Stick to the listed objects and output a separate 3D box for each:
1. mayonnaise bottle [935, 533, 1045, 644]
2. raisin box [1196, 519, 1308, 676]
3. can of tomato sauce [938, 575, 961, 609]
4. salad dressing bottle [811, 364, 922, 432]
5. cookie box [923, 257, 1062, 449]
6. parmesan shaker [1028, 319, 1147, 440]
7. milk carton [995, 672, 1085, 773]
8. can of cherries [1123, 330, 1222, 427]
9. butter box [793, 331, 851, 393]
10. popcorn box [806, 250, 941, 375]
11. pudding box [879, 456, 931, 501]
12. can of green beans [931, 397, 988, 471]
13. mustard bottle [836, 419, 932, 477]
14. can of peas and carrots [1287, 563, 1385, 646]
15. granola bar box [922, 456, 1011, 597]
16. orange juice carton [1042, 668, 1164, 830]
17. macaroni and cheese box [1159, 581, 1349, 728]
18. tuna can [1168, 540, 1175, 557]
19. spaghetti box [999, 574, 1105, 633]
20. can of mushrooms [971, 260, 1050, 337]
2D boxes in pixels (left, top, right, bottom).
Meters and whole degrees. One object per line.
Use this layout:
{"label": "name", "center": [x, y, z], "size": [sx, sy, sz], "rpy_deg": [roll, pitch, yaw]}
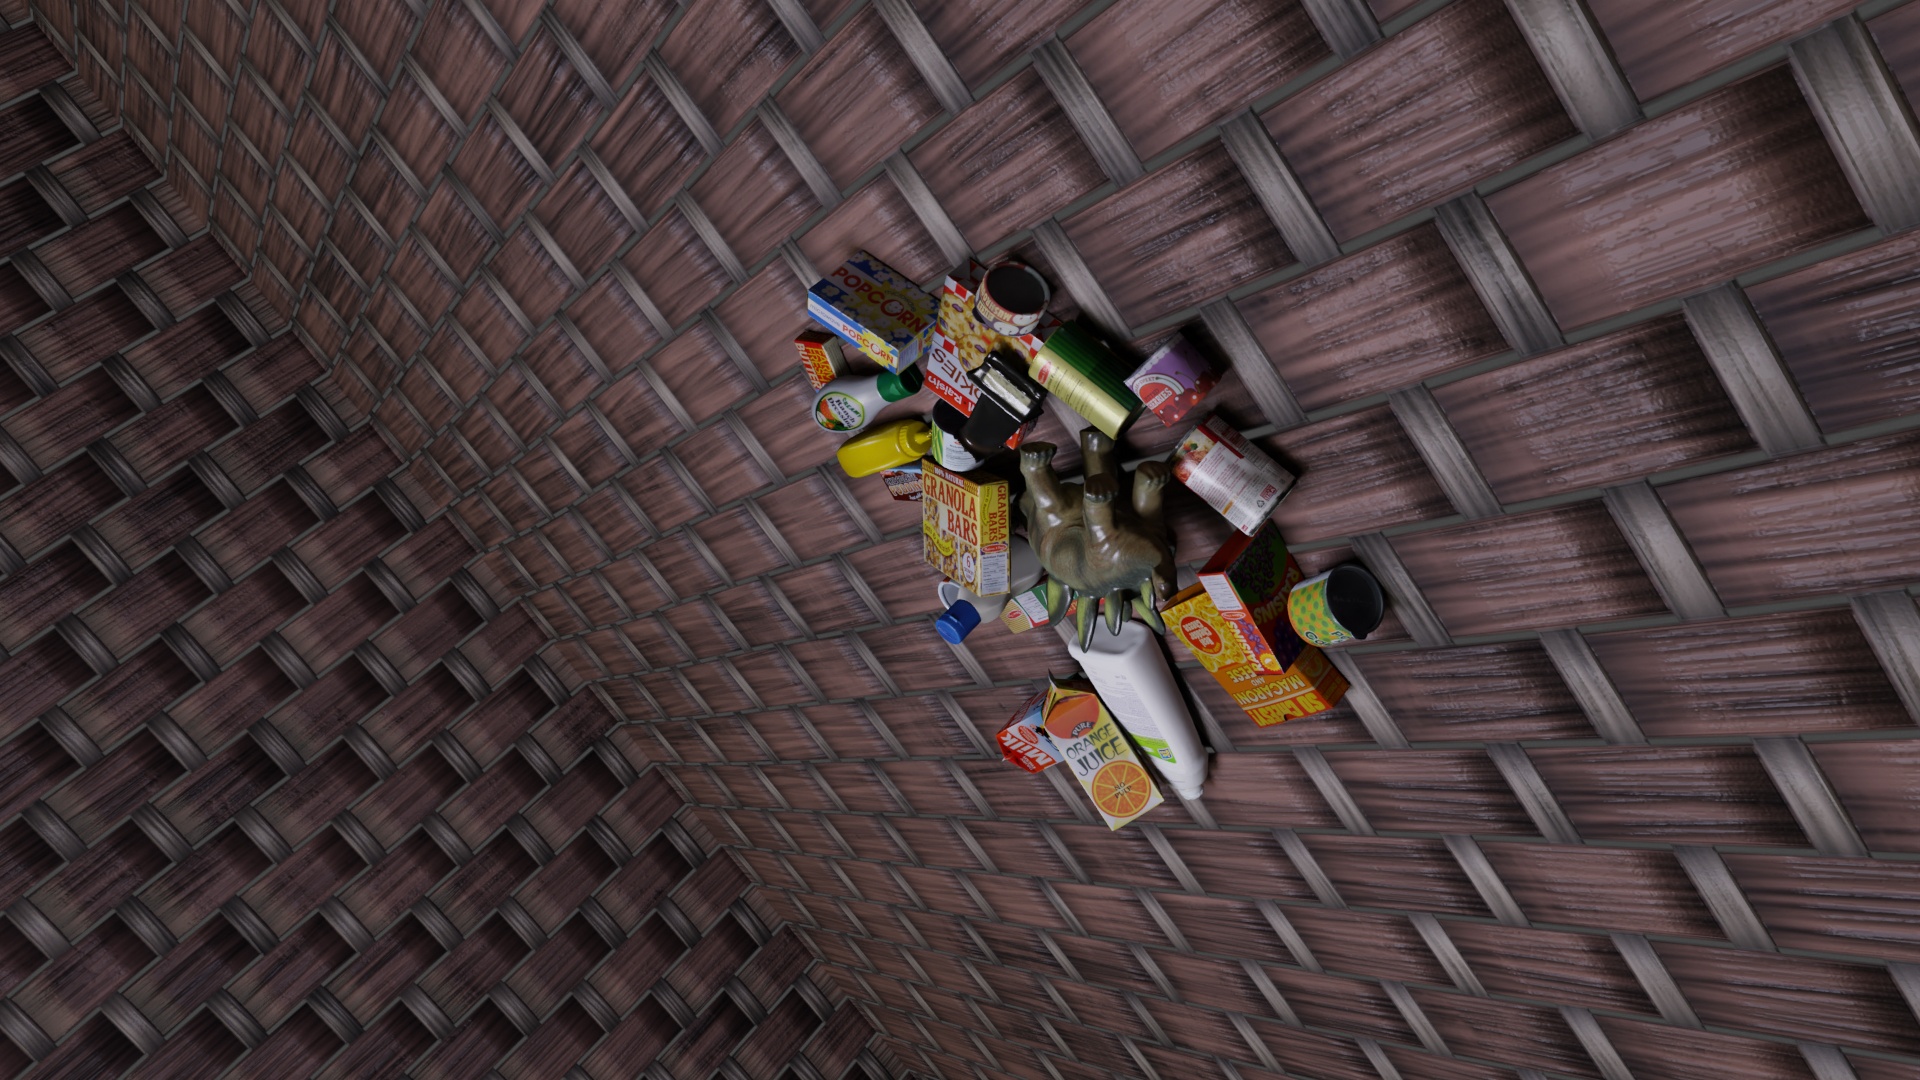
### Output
{"label": "mayonnaise bottle", "center": [0.032, 0.057, 1.575], "size": [0.065, 0.149, 0.041], "rpy_deg": [35, 149, 19]}
{"label": "raisin box", "center": [0.286, 0.054, 1.314], "size": [0.040, 0.086, 0.123], "rpy_deg": [-9, 119, 53]}
{"label": "can of tomato sauce", "center": [0.024, 0.050, 1.642], "size": [0.071, 0.083, 0.070], "rpy_deg": [31, 146, 24]}
{"label": "salad dressing bottle", "center": [-0.106, -0.163, 1.566], "size": [0.147, 0.044, 0.064], "rpy_deg": [-16, 119, 43]}
{"label": "cookie box", "center": [0.032, -0.185, 1.395], "size": [0.123, 0.040, 0.166], "rpy_deg": [37, 148, 15]}
{"label": "parmesan shaker", "center": [0.123, -0.148, 1.296], "size": [0.103, 0.071, 0.071], "rpy_deg": [39, 149, 11]}
{"label": "milk carton", "center": [0.111, 0.239, 1.770], "size": [0.073, 0.073, 0.189], "rpy_deg": [47, 150, -1]}
{"label": "can of cherries", "center": [0.185, -0.140, 1.221], "size": [0.058, 0.072, 0.071], "rpy_deg": [47, 150, -1]}
{"label": "butter box", "center": [-0.153, -0.195, 1.630], "size": [0.053, 0.024, 0.103], "rpy_deg": [14, 138, 42]}
{"label": "popcorn box", "center": [-0.085, -0.236, 1.432], "size": [0.127, 0.085, 0.038], "rpy_deg": [36, 148, 18]}
{"label": "pudding box", "center": [-0.054, -0.073, 1.646], "size": [0.083, 0.030, 0.049], "rpy_deg": [5, 130, 49]}
{"label": "can of green beans", "center": [0.002, -0.117, 1.486], "size": [0.071, 0.071, 0.057], "rpy_deg": [33, 148, 22]}
{"label": "mustard bottle", "center": [-0.078, -0.110, 1.600], "size": [0.160, 0.065, 0.048], "rpy_deg": [-9, 113, 51]}
{"label": "can of peas and carrots", "center": [0.343, 0.062, 1.268], "size": [0.071, 0.071, 0.058], "rpy_deg": [49, 151, -4]}
{"label": "granola bar box", "center": [0.005, -0.019, 1.529], "size": [0.166, 0.039, 0.123], "rpy_deg": [-150, 56, -63]}
{"label": "orange juice carton", "center": [0.156, 0.236, 1.633], "size": [0.192, 0.073, 0.072], "rpy_deg": [57, -174, -4]}
{"label": "macaroni and cheese box", "center": [0.296, 0.111, 1.415], "size": [0.166, 0.040, 0.123], "rpy_deg": [48, 151, -3]}
{"label": "tuna can", "center": [0.188, 0.026, 1.421], "size": [0.033, 0.071, 0.070], "rpy_deg": [31, 147, 23]}
{"label": "spaghetti box", "center": [0.116, 0.061, 1.594], "size": [0.050, 0.029, 0.249], "rpy_deg": [51, 150, -8]}
{"label": "can of mushrooms", "center": [0.047, -0.225, 1.295], "size": [0.071, 0.071, 0.033], "rpy_deg": [42, 148, 7]}
